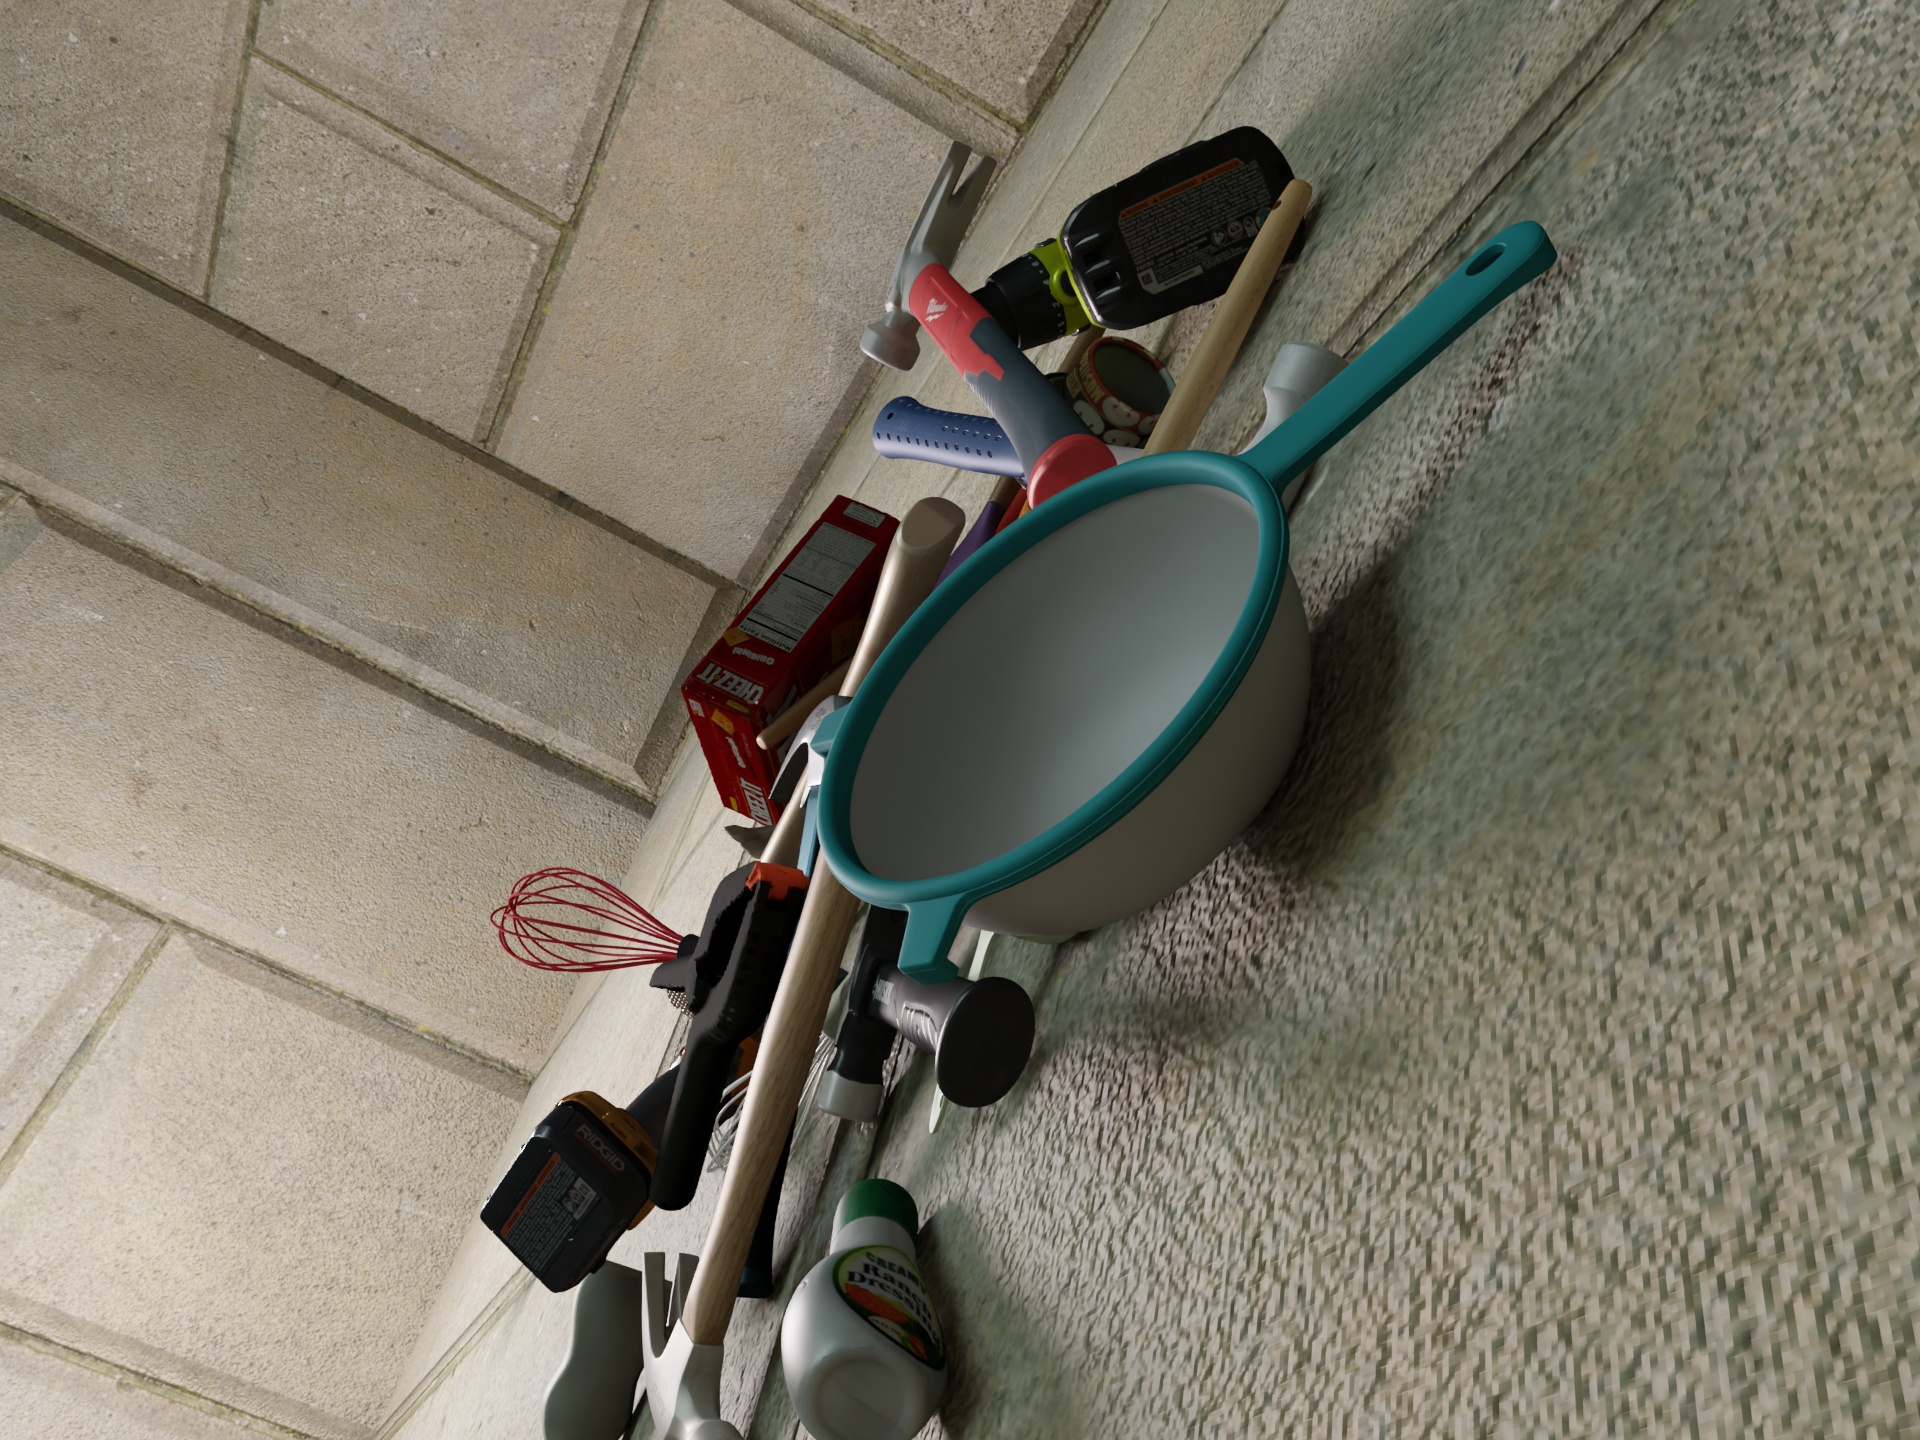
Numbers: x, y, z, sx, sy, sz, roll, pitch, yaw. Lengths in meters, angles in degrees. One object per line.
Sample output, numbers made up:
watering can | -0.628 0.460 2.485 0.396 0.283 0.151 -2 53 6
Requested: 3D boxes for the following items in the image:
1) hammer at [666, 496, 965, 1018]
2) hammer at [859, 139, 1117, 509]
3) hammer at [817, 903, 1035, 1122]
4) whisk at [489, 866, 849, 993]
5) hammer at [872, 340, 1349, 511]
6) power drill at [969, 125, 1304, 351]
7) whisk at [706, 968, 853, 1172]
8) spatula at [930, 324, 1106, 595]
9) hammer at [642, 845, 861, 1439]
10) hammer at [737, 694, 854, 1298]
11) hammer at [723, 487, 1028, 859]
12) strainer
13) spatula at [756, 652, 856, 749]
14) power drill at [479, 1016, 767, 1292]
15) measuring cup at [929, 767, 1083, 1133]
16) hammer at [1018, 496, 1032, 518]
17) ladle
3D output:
hammer | -0.084 0.026 1.064 0.146 0.038 0.410 -35 -23 -55
hammer | 0.019 -0.212 0.859 0.143 0.038 0.387 -63 24 20
hammer | -0.016 0.118 0.689 0.335 0.035 0.146 145 140 -78
whisk | -0.196 0.149 1.058 0.073 0.296 0.073 -25 -62 -58
hammer | 0.045 -0.140 0.865 0.406 0.035 0.144 27 91 60
power drill | 0.090 -0.277 0.968 0.190 0.080 0.228 -26 12 -8
whisk | -0.078 0.182 0.920 0.246 0.058 0.059 -53 -13 23
spatula | 0.038 -0.167 1.088 0.060 0.018 0.316 8 65 52
hammer | -0.096 0.194 0.790 0.130 0.031 0.331 19 92 62
hammer | -0.092 0.150 0.873 0.128 0.033 0.331 168 113 -67
hammer | -0.037 -0.048 1.154 0.359 0.037 0.149 -55 -18 15
strainer | 0.100 -0.037 0.592 0.340 0.095 0.211 -42 28 5
spatula | -0.046 -0.079 1.202 0.317 0.044 0.082 -41 3 -32
power drill | -0.205 0.271 1.042 0.185 0.084 0.226 -53 -10 33
measuring cup | 0.027 0.103 0.692 0.083 0.038 0.167 -170 98 -80
hammer | 0.033 -0.092 0.993 0.127 0.034 0.337 -17 38 46
ladle | 0.081 -0.104 0.719 0.315 0.031 0.069 -62 24 0
